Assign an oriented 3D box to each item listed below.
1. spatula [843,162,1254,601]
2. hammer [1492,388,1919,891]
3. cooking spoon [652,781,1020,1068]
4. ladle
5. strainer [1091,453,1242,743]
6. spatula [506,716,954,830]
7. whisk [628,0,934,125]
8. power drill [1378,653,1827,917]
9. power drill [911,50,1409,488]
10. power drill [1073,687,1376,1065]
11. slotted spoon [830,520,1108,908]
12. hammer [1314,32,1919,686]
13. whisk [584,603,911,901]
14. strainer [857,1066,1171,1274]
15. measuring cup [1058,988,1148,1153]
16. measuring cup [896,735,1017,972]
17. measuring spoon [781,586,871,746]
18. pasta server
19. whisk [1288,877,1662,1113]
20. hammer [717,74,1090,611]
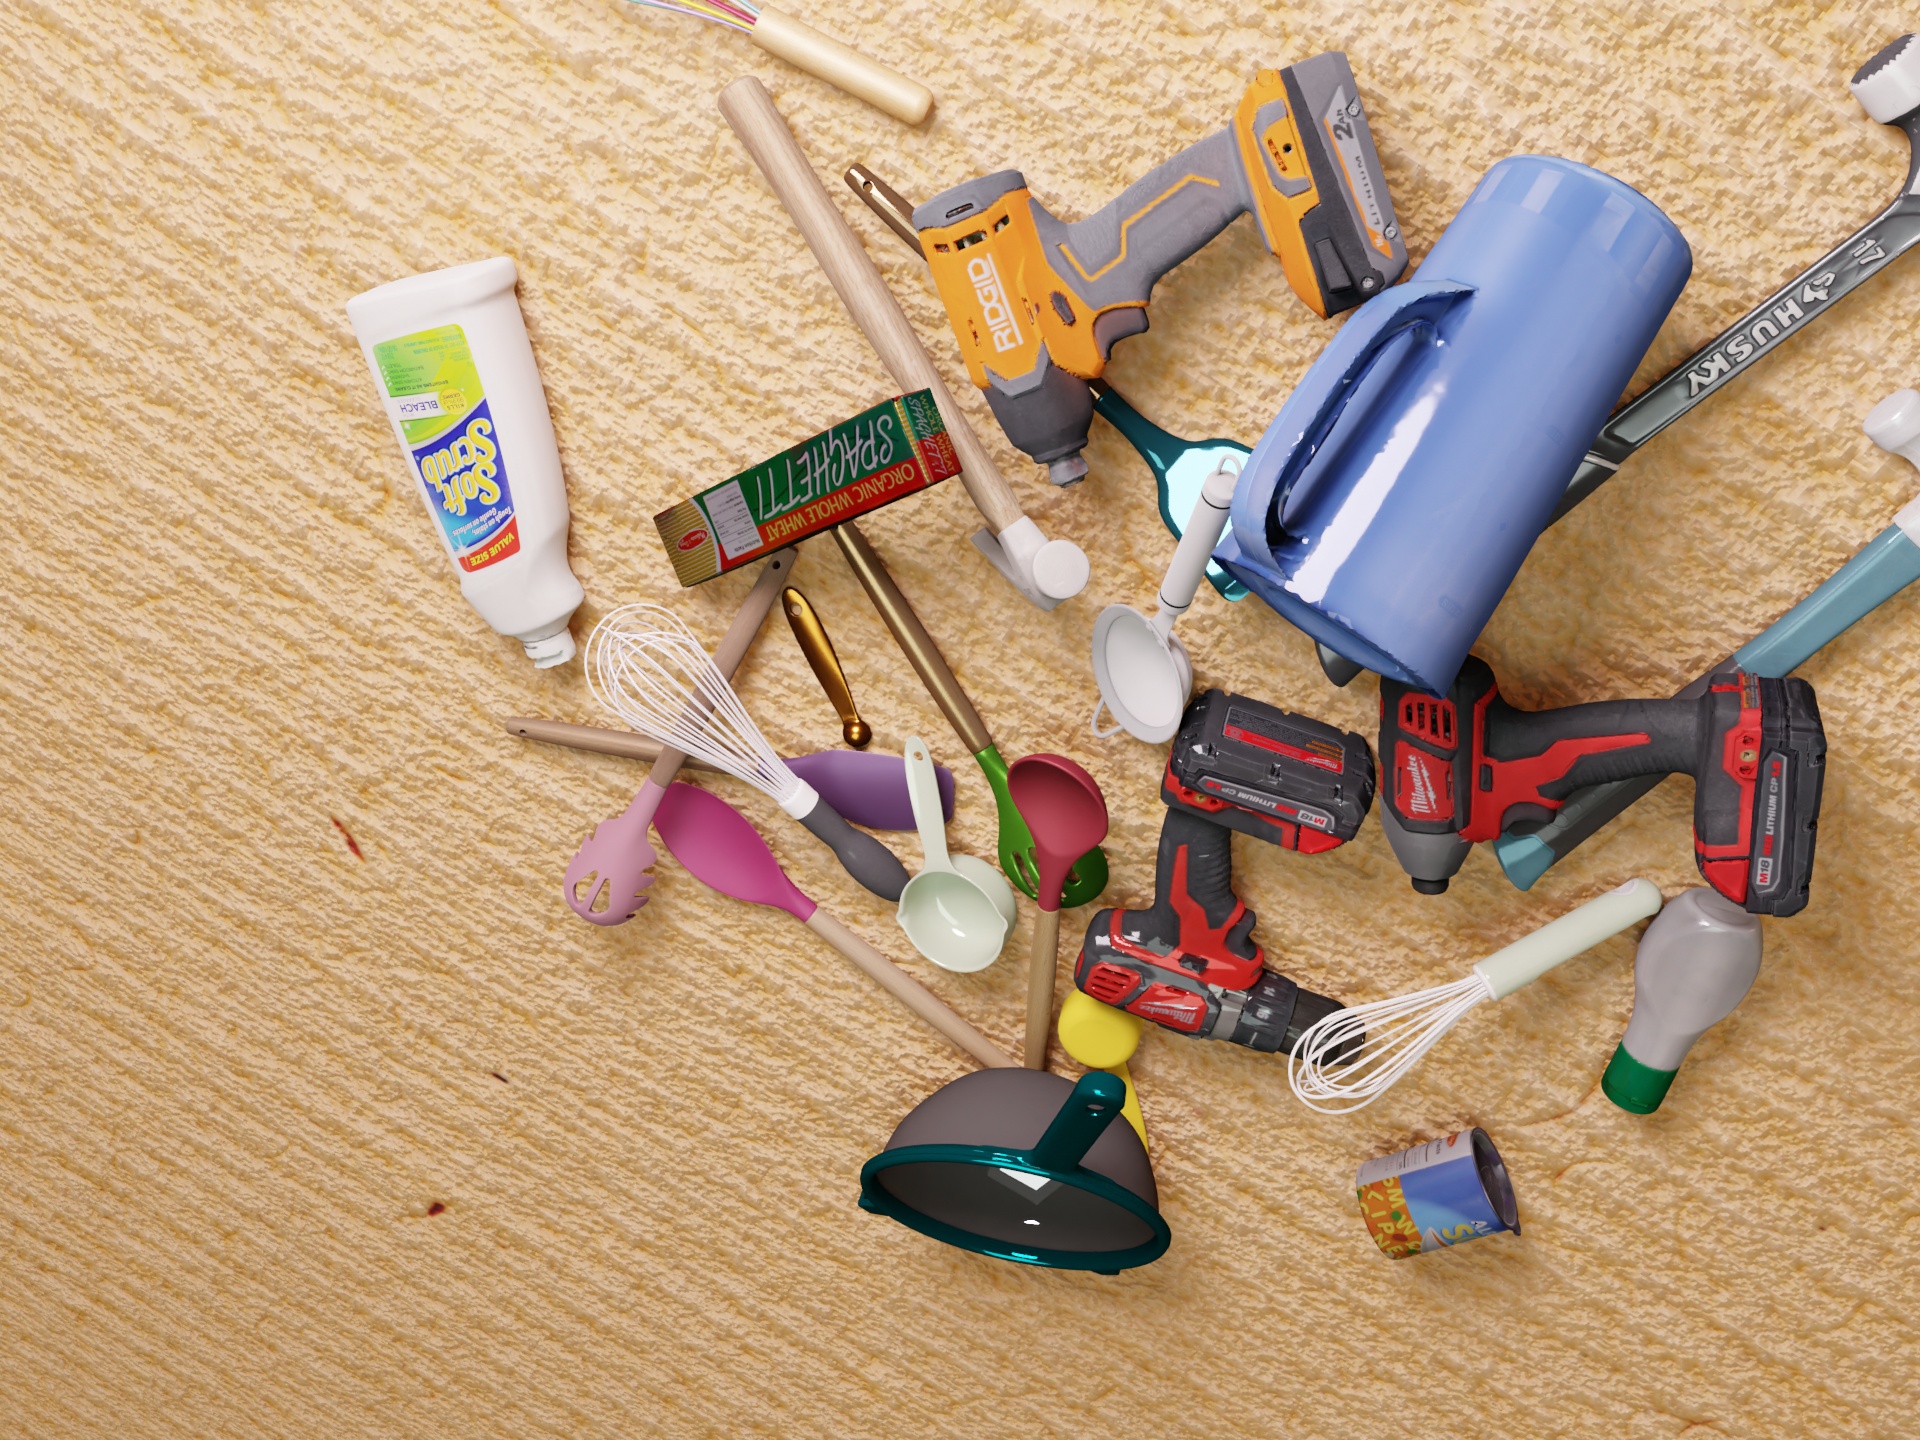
[{"bbox_3d":[0.060,-0.197,0.875,0.317,0.044,0.082,40,100,-7],"label":"spatula"},{"bbox_3d":[0.421,-0.019,0.871,0.128,0.033,0.331,40,119,-5],"label":"hammer"},{"bbox_3d":[-0.084,0.151,1.107,0.319,0.017,0.068,39,121,-5],"label":"cooking spoon"},{"bbox_3d":[0.056,0.138,1.025,0.069,0.031,0.315,23,134,23],"label":"ladle"},{"bbox_3d":[0.120,-0.063,0.882,0.087,0.050,0.258,58,159,22],"label":"strainer"},{"bbox_3d":[-0.158,0.030,1.068,0.316,0.018,0.059,10,122,10],"label":"spatula"},{"bbox_3d":[-0.128,-0.377,0.845,0.245,0.047,0.051,27,119,-2],"label":"whisk"},{"bbox_3d":[0.339,0.038,0.864,0.220,0.078,0.143,4,114,22],"label":"power drill"},{"bbox_3d":[0.105,-0.224,0.811,0.226,0.084,0.164,-18,102,16],"label":"power drill"},{"bbox_3d":[0.184,0.111,0.980,0.188,0.080,0.226,19,122,6],"label":"power drill"},{"bbox_3d":[-0.002,-0.003,1.003,0.070,0.031,0.313,-24,105,30],"label":"slotted spoon"},{"bbox_3d":[0.348,-0.146,0.828,0.149,0.036,0.409,44,119,-9],"label":"hammer"},{"bbox_3d":[-0.125,0.029,1.011,0.070,0.070,0.284,-30,122,26],"label":"whisk"},{"bbox_3d":[0.055,0.261,1.031,0.211,0.095,0.340,16,146,-2],"label":"strainer"},{"bbox_3d":[0.106,0.254,1.096,0.062,0.029,0.156,-8,112,19],"label":"measuring cup"},{"bbox_3d":[-0.007,0.083,1.040,0.083,0.038,0.167,-2,110,28],"label":"measuring cup"},{"bbox_3d":[-0.088,-0.032,1.020,0.021,0.011,0.116,-16,110,22],"label":"measuring spoon"},{"bbox_3d":[-0.184,0.016,1.046,0.060,0.040,0.316,32,109,1],"label":"pasta server"},{"bbox_3d":[0.307,0.161,0.949,0.246,0.058,0.059,-30,95,5],"label":"whisk"},{"bbox_3d":[-0.033,-0.204,0.877,0.031,0.130,0.331,-33,93,-3],"label":"hammer"}]
